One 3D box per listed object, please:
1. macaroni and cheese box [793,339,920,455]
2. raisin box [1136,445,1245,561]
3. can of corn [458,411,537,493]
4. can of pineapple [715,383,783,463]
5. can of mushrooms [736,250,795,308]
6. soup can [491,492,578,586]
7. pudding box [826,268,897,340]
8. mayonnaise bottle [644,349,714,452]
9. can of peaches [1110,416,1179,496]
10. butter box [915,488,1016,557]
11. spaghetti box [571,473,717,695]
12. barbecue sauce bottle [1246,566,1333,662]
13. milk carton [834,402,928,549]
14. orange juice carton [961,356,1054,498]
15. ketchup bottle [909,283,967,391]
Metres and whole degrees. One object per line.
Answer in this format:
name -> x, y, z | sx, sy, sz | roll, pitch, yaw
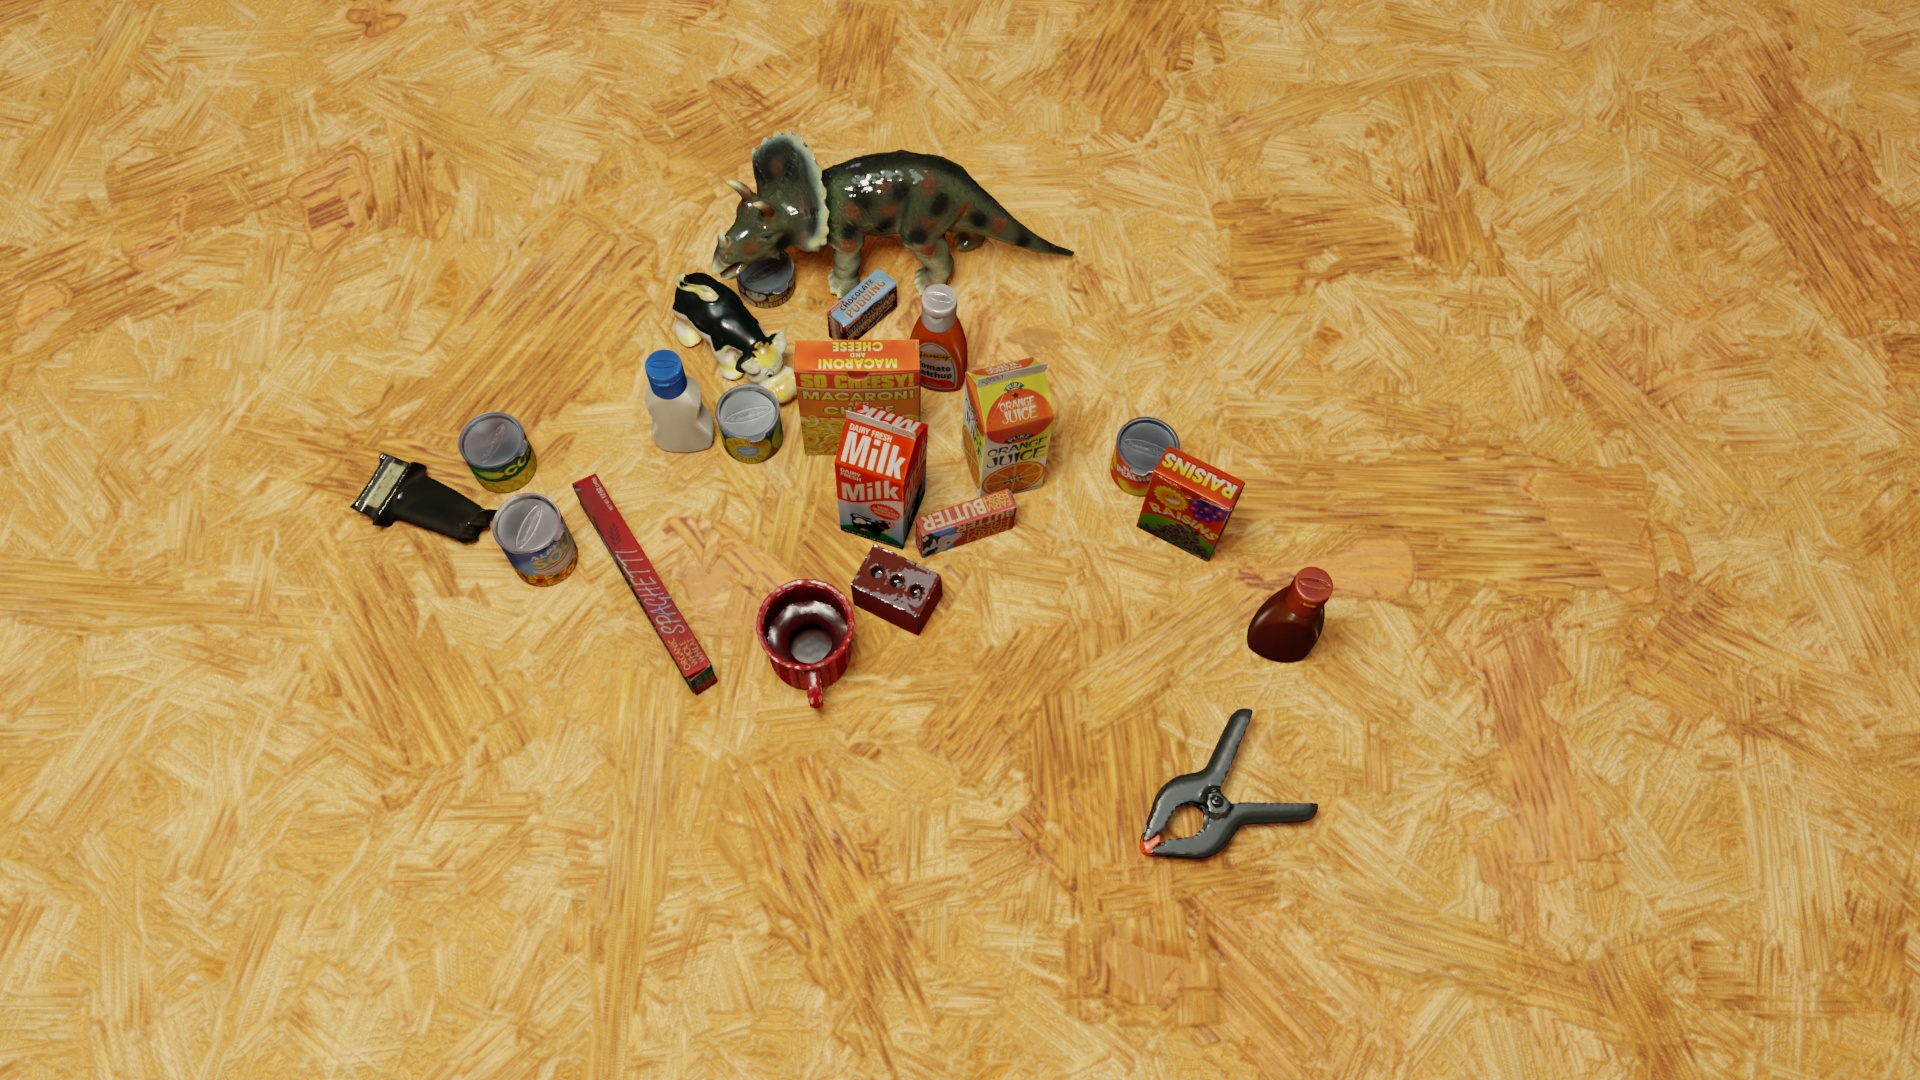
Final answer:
macaroni and cheese box -> -0.102, -0.142, 1.414 | 0.124, 0.165, 0.040 | -1, 65, -2
raisin box -> 0.229, -0.036, 1.398 | 0.086, 0.123, 0.040 | 28, 67, 11
can of corn -> -0.475, -0.089, 1.435 | 0.071, 0.058, 0.071 | 1, 64, -2
can of pineapple -> -0.221, -0.120, 1.459 | 0.071, 0.057, 0.071 | 1, 64, -2
can of mushrooms -> -0.217, -0.294, 1.557 | 0.071, 0.033, 0.071 | 1, 64, -2
soup can -> -0.418, 0.002, 1.379 | 0.071, 0.083, 0.071 | 1, 64, -2
pudding box -> -0.108, -0.256, 1.533 | 0.030, 0.049, 0.084 | 41, 70, 16
mayonnaise bottle -> -0.291, -0.141, 1.417 | 0.065, 0.147, 0.041 | -2, 65, -3
can of peaches -> 0.192, -0.085, 1.457 | 0.071, 0.057, 0.071 | 1, 64, -2
butter box -> 0.005, -0.018, 1.420 | 0.104, 0.053, 0.024 | -18, 66, -10
spaghetti box -> -0.315, 0.042, 1.381 | 0.029, 0.050, 0.250 | -30, 69, -15
barbecue sauce bottle -> 0.321, 0.072, 1.336 | 0.065, 0.148, 0.044 | 13, 65, 4
milk carton -> -0.077, -0.070, 1.367 | 0.072, 0.189, 0.074 | 17, 65, 6
orange juice carton -> 0.047, -0.119, 1.394 | 0.072, 0.191, 0.073 | -14, 66, -8
ketchup bottle -> -0.023, -0.213, 1.461 | 0.065, 0.148, 0.044 | 13, 65, 4
